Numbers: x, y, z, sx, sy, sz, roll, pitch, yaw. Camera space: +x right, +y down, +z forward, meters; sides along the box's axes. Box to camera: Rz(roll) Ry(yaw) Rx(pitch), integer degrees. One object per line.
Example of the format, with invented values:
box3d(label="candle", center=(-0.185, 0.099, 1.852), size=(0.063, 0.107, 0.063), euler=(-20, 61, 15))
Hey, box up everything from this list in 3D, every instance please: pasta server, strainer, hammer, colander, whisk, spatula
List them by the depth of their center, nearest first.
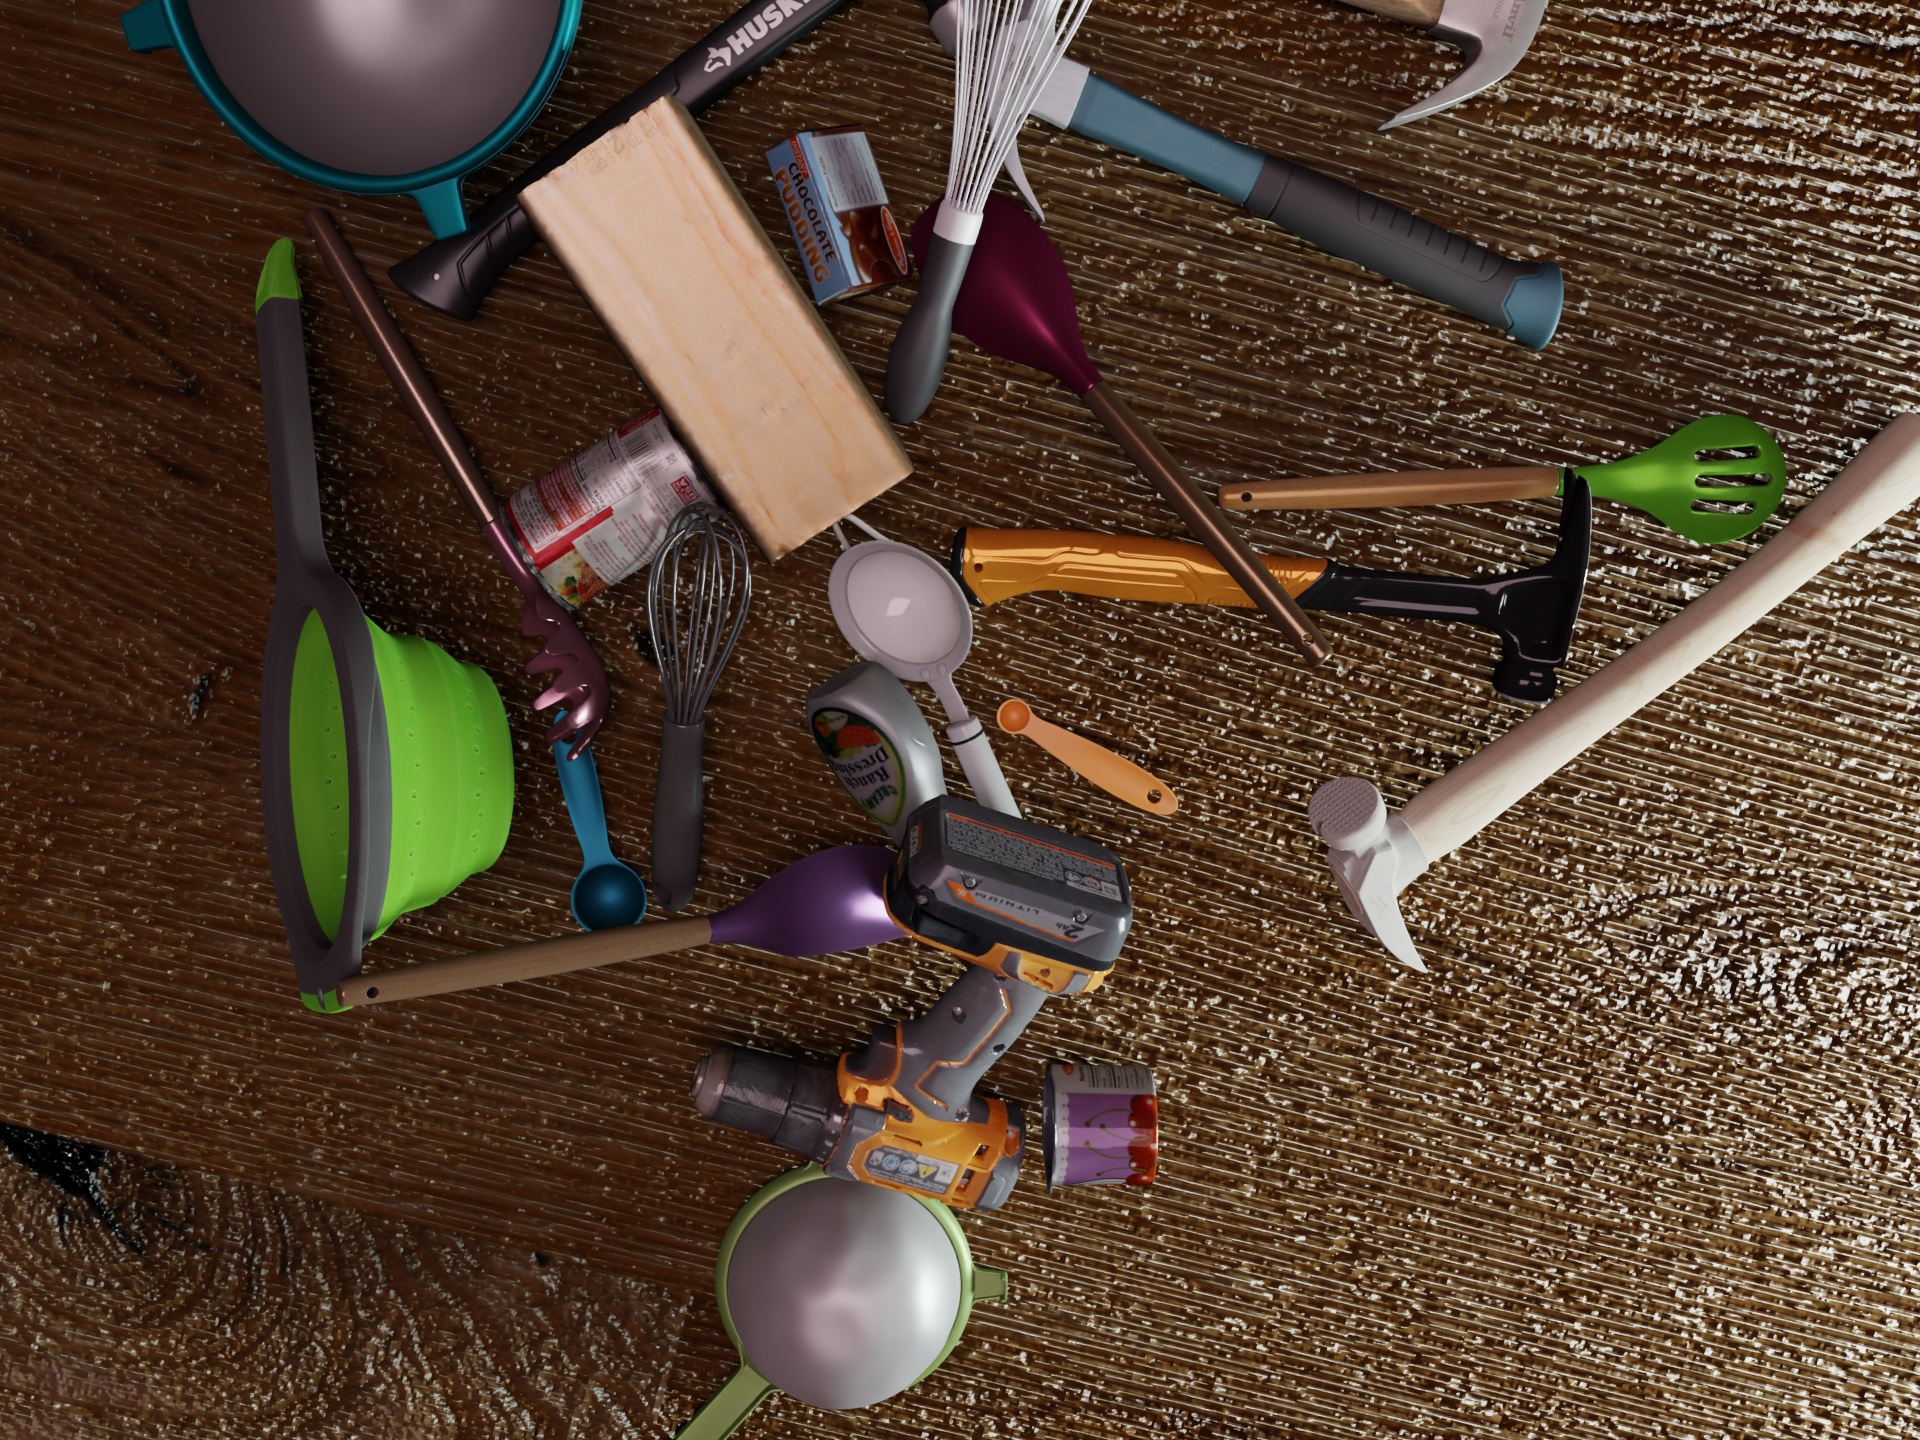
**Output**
box3d(label="strainer", center=(-0.239, -0.416, 0.762), size=(0.211, 0.095, 0.340), euler=(32, 104, 0))
box3d(label="whisk", center=(0.009, -0.278, 0.788), size=(0.070, 0.070, 0.284), euler=(17, 119, -4))
box3d(label="spatula", center=(-0.153, 0.108, 0.811), size=(0.315, 0.018, 0.059), euler=(-7, 101, -34))
box3d(label="hammer", center=(0.137, -0.400, 0.817), size=(0.331, 0.031, 0.130), euler=(15, 97, -3))
box3d(label="hammer", center=(-0.157, -0.322, 0.821), size=(0.335, 0.035, 0.146), euler=(-36, 98, 4))
box3d(label="colander", center=(-0.301, -0.054, 0.825), size=(0.094, 0.204, 0.397), euler=(-3, 81, -35))
box3d(label="hammer", center=(0.166, -0.277, 0.828), size=(0.331, 0.033, 0.128), euler=(22, 107, -7))
box3d(label="whisk", center=(-0.143, 0.000, 0.839), size=(0.055, 0.055, 0.238), euler=(8, 116, -2))
box3d(label="pasta server", center=(-0.268, -0.126, 0.843), size=(0.040, 0.060, 0.316), euler=(-32, 95, -27))
box3d(label="hammer", center=(0.163, -0.082, 0.853), size=(0.337, 0.034, 0.127), euler=(4, 113, 0))
box3d(label="hammer", center=(0.374, -0.024, 0.859), size=(0.410, 0.038, 0.146), euler=(-36, 131, -2))
box3d(label="strainer", center=(-0.001, -0.003, 0.867), size=(0.087, 0.050, 0.258), euler=(-13, 108, 38))
box3d(label="strainer", center=(-0.102, 0.370, 0.903), size=(0.151, 0.069, 0.256), euler=(42, 94, -7))

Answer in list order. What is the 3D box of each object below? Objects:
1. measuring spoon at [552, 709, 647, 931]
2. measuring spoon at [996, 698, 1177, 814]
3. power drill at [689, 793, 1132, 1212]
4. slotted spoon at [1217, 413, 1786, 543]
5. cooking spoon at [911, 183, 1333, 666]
box3d(label="measuring spoon", center=(-0.205, 0.057, 0.886), size=(0.042, 0.021, 0.128), euler=(-14, 89, -3))
box3d(label="measuring spoon", center=(0.071, 0.021, 0.889), size=(0.117, 0.011, 0.021), euler=(30, 97, -9))
box3d(label="power drill", center=(-0.028, 0.153, 0.843), size=(0.185, 0.084, 0.226), euler=(18, 116, -11))
box3d(label="slotted spoon", center=(0.297, -0.126, 0.863), size=(0.313, 0.031, 0.070), euler=(-2, 101, 0))
box3d(label="cooking spoon", center=(0.085, -0.153, 0.826), size=(0.069, 0.017, 0.319), euler=(-40, 84, 8))
